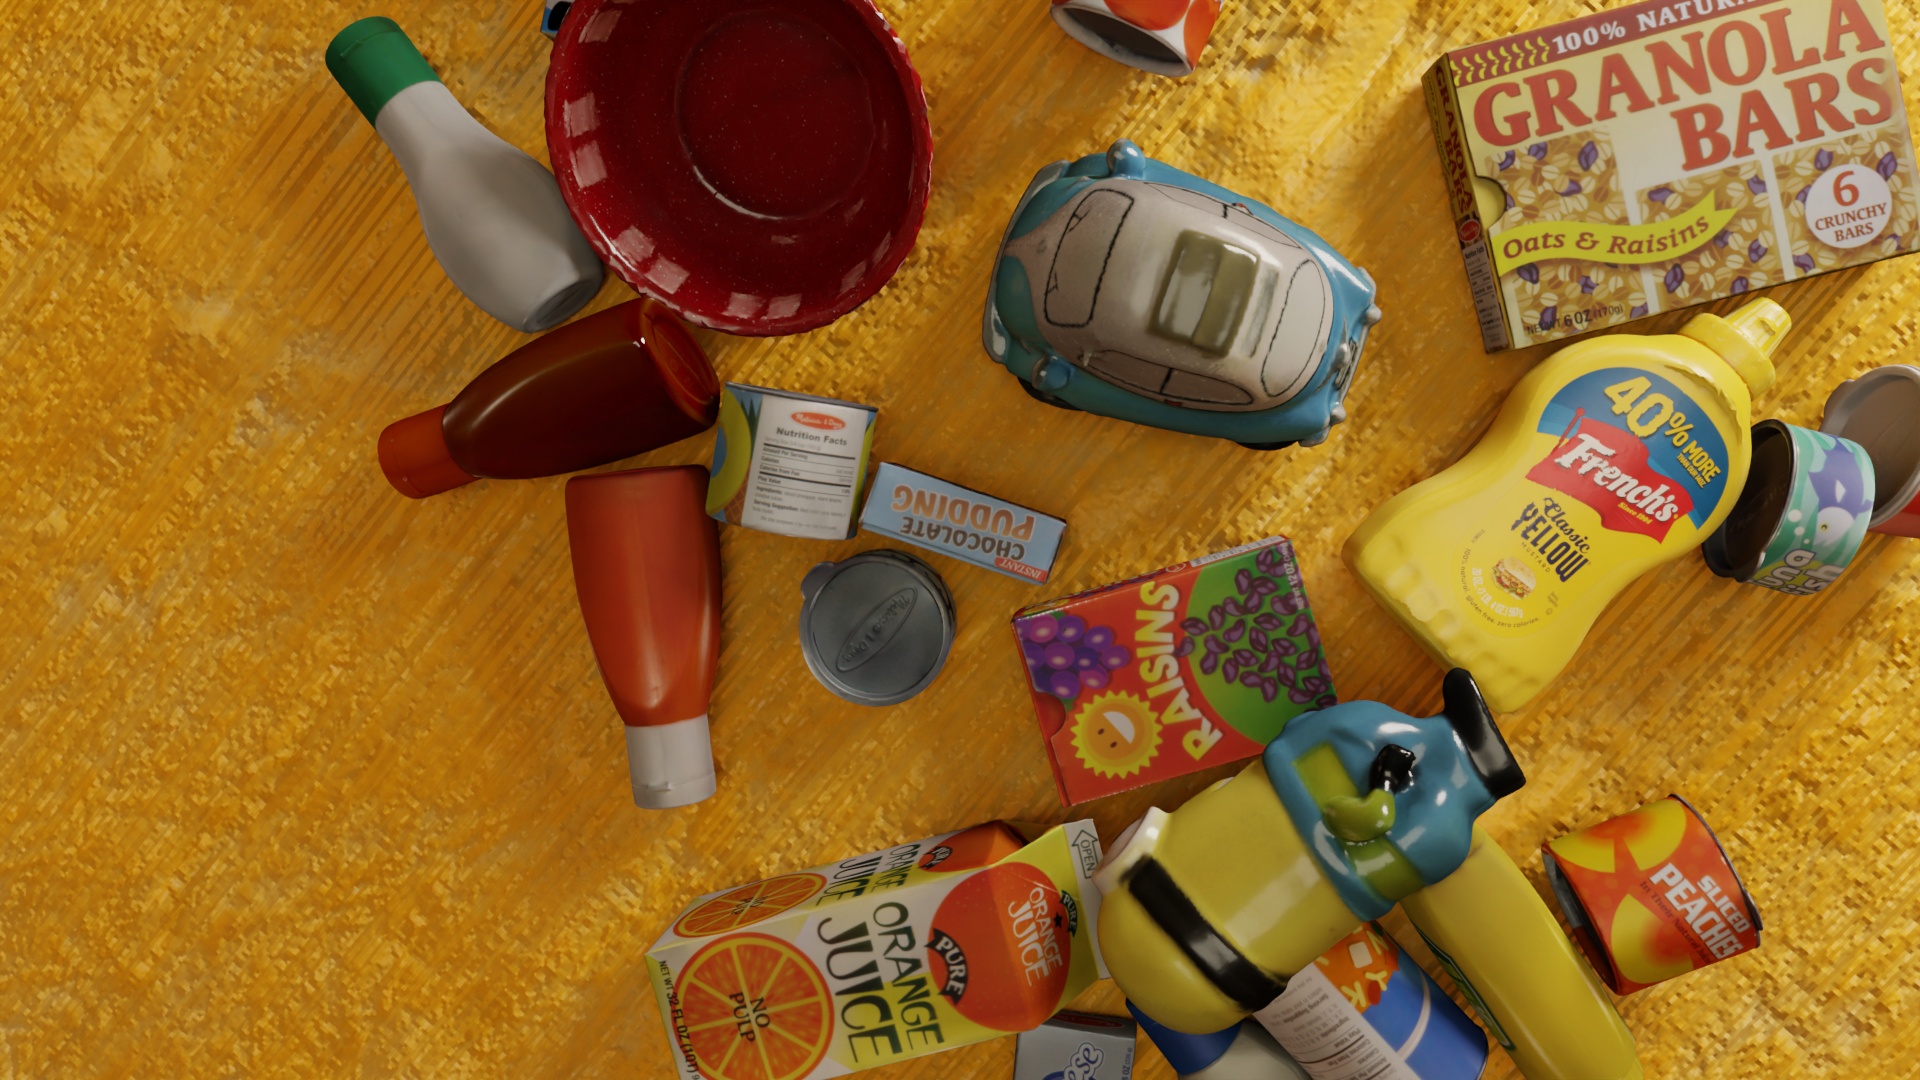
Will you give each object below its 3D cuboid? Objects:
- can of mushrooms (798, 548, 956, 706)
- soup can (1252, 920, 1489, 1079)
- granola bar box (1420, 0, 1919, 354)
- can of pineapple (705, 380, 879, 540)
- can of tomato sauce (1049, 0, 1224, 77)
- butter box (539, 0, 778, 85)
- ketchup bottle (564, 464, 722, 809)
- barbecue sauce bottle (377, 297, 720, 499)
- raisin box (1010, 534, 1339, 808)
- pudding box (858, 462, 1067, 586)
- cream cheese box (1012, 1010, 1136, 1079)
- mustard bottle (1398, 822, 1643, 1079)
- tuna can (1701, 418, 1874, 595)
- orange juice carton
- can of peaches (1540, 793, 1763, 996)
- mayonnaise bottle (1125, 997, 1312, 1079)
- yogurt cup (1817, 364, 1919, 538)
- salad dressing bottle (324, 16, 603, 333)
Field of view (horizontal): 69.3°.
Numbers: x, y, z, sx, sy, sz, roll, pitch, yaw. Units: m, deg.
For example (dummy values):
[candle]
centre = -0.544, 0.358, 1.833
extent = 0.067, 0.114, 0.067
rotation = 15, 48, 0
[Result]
[can of mushrooms]
centre = -0.037, 0.035, 0.609
extent = 0.071, 0.033, 0.071
rotation = 0, 95, 6
[soup can]
centre = 0.169, 0.198, 0.587
extent = 0.071, 0.071, 0.084
rotation = -44, 88, 7
[granola bar box]
centre = 0.287, -0.155, 0.563
extent = 0.165, 0.039, 0.124
rotation = -14, 92, 6
[can of pineapple]
centre = -0.072, -0.034, 0.593
extent = 0.071, 0.071, 0.057
rotation = 11, 96, 5
[can of tomato sauce]
centre = 0.081, -0.241, 0.561
extent = 0.071, 0.071, 0.083
rotation = 24, 96, 3
[butter box]
centre = -0.126, -0.233, 0.604
extent = 0.103, 0.024, 0.053
rotation = 13, 96, 5
[ketchup bottle]
centre = -0.135, 0.042, 0.614
extent = 0.065, 0.043, 0.148
rotation = -5, 94, 8
[barbecue sauce bottle]
centre = -0.182, -0.055, 0.600
extent = 0.148, 0.064, 0.044
rotation = -16, 48, 18
[raisin box]
centre = 0.092, 0.055, 0.596
extent = 0.123, 0.040, 0.086
rotation = -16, 93, 7
[pudding box]
centre = 0.002, -0.007, 0.594
extent = 0.084, 0.050, 0.030
rotation = 18, 94, 4
[cream cheese box]
centre = 0.046, 0.263, 0.621
extent = 0.053, 0.024, 0.103
rotation = 7, 94, 6
[mustard bottle]
centre = 0.240, 0.191, 0.579
extent = 0.049, 0.065, 0.160
rotation = -36, 94, 3
[tuna can]
centre = 0.329, -0.011, 0.553
extent = 0.033, 0.071, 0.071
rotation = 15, 96, 4
[orange juice carton]
centre = -0.027, 0.176, 0.598
extent = 0.193, 0.073, 0.071
rotation = -16, 92, 6
[can of peaches]
centre = 0.281, 0.146, 0.568
extent = 0.058, 0.071, 0.071
rotation = -23, 92, 8
[mayonnaise bottle]
centre = 0.131, 0.249, 0.605
extent = 0.064, 0.041, 0.148
rotation = -38, 89, 6
[yogurt cup]
centre = 0.384, -0.031, 0.551
extent = 0.054, 0.072, 0.072
rotation = 15, 96, -4
[salad dressing bottle]
centre = -0.219, -0.161, 0.609
extent = 0.064, 0.044, 0.147
rotation = -38, 89, 9
